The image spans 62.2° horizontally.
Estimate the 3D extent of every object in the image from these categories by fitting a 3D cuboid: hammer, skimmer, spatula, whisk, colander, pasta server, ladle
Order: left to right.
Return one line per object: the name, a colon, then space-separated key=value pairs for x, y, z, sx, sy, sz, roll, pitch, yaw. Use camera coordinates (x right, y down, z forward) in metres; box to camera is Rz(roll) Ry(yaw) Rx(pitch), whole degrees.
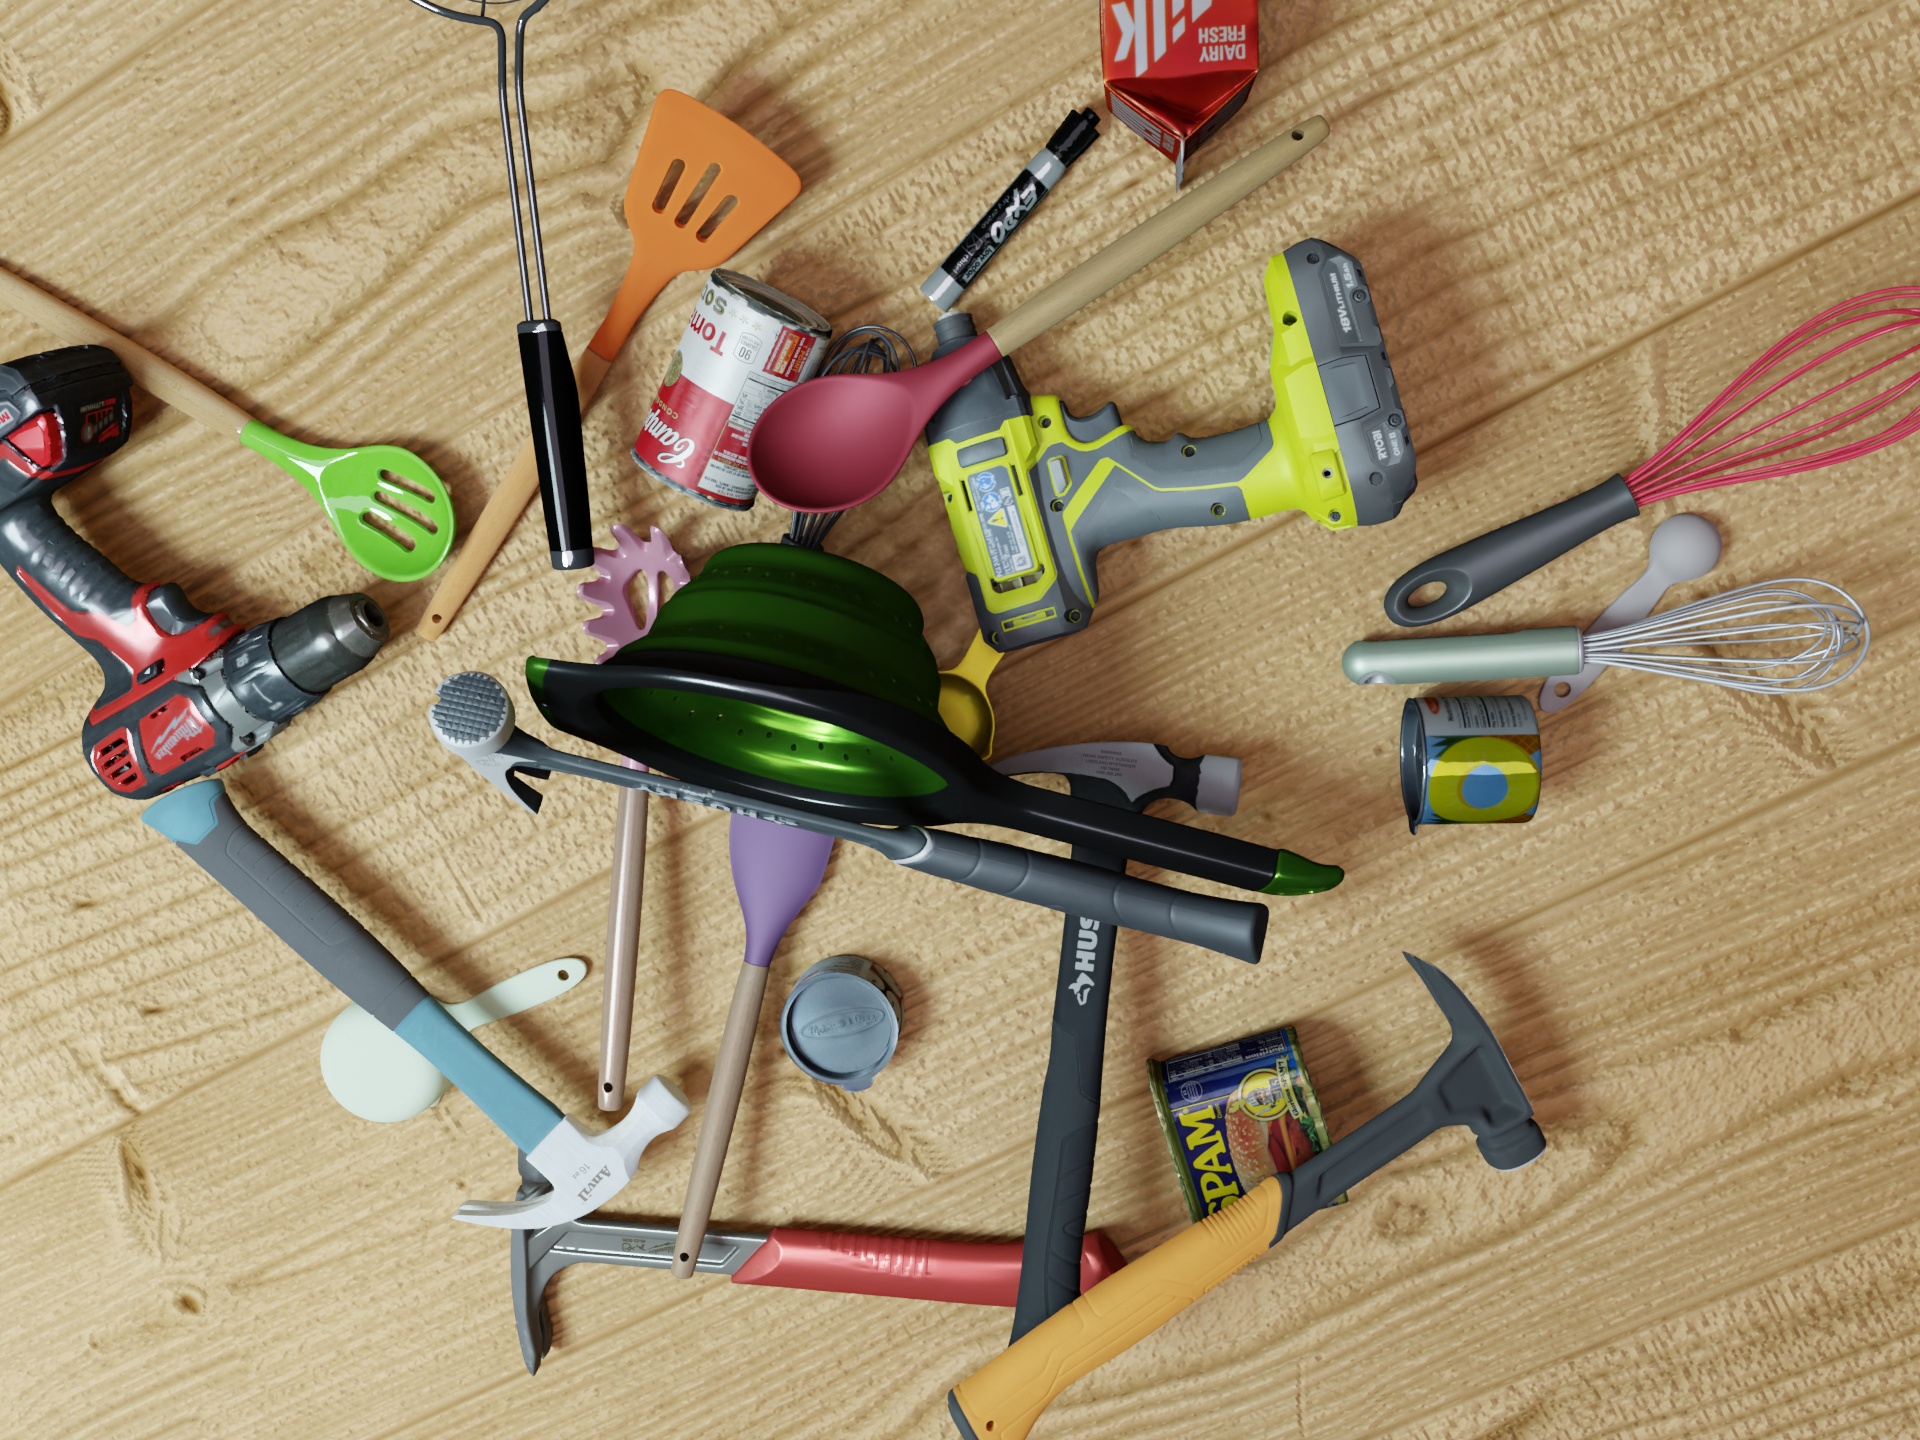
hammer: x=-0.313 y=0.151 z=0.880 sx=0.331 sy=0.033 sz=0.128 roll=43 pitch=84 yaw=-3
skimmer: x=-0.227 y=-0.246 z=0.748 sx=0.127 sy=0.090 sz=0.363 roll=3 pitch=107 yaw=27
spatula: x=-0.201 y=-0.169 z=0.829 sx=0.081 sy=0.041 sz=0.322 roll=31 pitch=106 yaw=-21
pasta server: x=-0.179 y=0.055 z=0.853 sx=0.060 sy=0.040 sz=0.316 roll=5 pitch=93 yaw=8
spatula: x=-0.121 y=0.158 z=0.884 sx=0.060 sy=0.018 sz=0.316 roll=13 pitch=94 yaw=4
whisk: x=-0.080 y=-0.091 z=0.833 sx=0.055 sy=0.055 sz=0.239 roll=22 pitch=107 yaw=1
hammer: x=-0.083 y=0.321 z=0.922 sx=0.359 sy=0.037 sz=0.149 roll=3 pitch=102 yaw=6
hammer: x=-0.045 y=0.059 z=0.777 sx=0.409 sy=0.149 sz=0.036 roll=14 pitch=74 yaw=-4
colander: x=-0.001 y=-0.002 z=0.771 sx=0.397 sy=0.204 sz=0.094 roll=15 pitch=73 yaw=-4
ladle: x=0.037 y=-0.195 z=0.756 sx=0.315 sy=0.031 sz=0.069 roll=-32 pitch=79 yaw=6
hammer: x=0.055 y=0.175 z=0.837 sx=0.146 sy=0.035 sz=0.335 roll=7 pitch=89 yaw=12
hammer: x=0.137 y=0.256 z=0.809 sx=0.337 sy=0.034 sz=0.127 roll=-32 pitch=102 yaw=-7
whisk: x=0.317 y=-0.037 z=0.794 sx=0.246 sy=0.057 sz=0.059 roll=-3 pitch=72 yaw=15
whisk: x=0.345 y=-0.121 z=0.778 sx=0.296 sy=0.073 sz=0.073 roll=-28 pitch=98 yaw=17

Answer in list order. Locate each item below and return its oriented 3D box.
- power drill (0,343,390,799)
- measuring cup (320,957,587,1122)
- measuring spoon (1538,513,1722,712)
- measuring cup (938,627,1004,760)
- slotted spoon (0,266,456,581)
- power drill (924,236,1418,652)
power drill: x=-0.429 y=-0.083 z=0.843 sx=0.188 sy=0.080 sz=0.226 roll=-26 pitch=106 yaw=16
measuring cup: x=-0.291 y=0.177 z=0.911 sx=0.167 sy=0.038 sz=0.083 roll=-24 pitch=98 yaw=11
measuring spoon: x=0.340 y=-0.051 z=0.809 sx=0.034 sy=0.018 sz=0.124 roll=37 pitch=104 yaw=-3
measuring cup: x=0.016 y=-0.040 z=0.847 sx=0.062 sy=0.029 sz=0.156 roll=31 pitch=91 yaw=2
slotted spoon: x=-0.404 y=-0.171 z=0.858 sx=0.314 sy=0.031 sz=0.070 roll=30 pitch=106 yaw=1
power drill: x=0.096 y=-0.144 z=0.784 sx=0.223 sy=0.080 sz=0.171 roll=-16 pitch=89 yaw=12
